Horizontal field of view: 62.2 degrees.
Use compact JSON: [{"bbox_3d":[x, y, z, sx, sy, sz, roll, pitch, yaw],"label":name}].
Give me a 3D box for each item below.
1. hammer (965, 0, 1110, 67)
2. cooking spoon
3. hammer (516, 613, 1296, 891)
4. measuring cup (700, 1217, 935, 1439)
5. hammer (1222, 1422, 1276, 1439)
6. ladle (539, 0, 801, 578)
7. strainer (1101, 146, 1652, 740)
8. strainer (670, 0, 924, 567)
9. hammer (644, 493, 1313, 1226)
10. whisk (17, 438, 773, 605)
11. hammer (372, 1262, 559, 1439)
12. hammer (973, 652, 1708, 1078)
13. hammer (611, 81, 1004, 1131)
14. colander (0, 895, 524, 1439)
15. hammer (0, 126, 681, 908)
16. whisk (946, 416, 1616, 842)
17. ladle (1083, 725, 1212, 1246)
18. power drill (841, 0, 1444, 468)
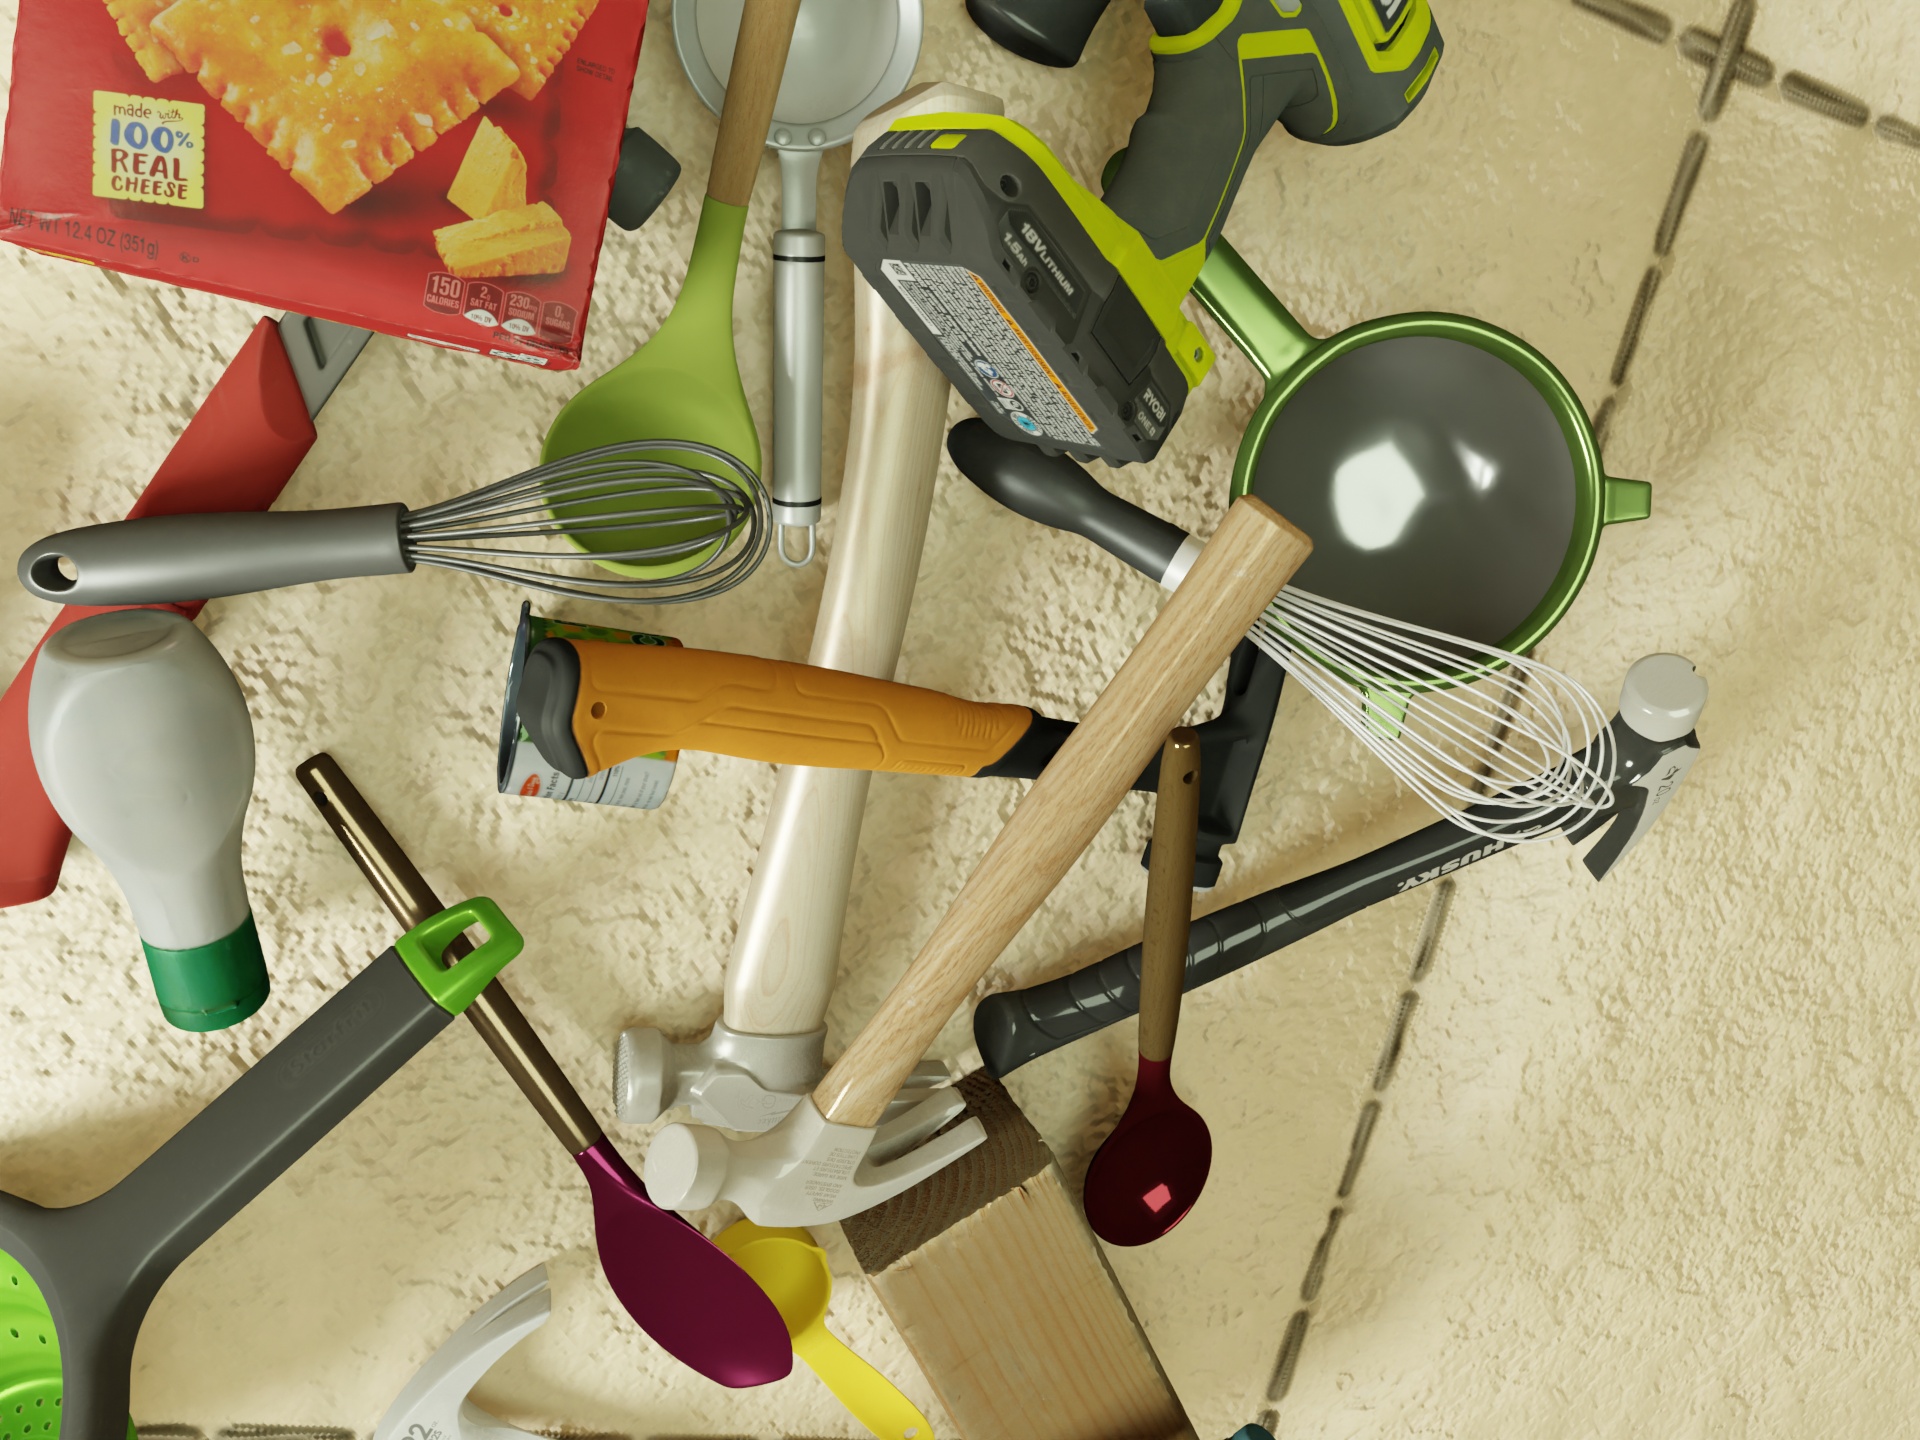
[{"bbox_3d":[0.159,-0.392,0.588,0.409,0.036,0.149,-43,112,-2],"label":"hammer"},{"bbox_3d":[-0.161,0.146,0.626,0.069,0.017,0.318,-23,107,26],"label":"cooking spoon"},{"bbox_3d":[-0.001,-0.002,0.585,0.336,0.034,0.127,6,104,-42],"label":"hammer"},{"bbox_3d":[-0.060,0.279,0.713,0.062,0.029,0.156,-38,115,-4],"label":"measuring cup"},{"bbox_3d":[-0.023,0.346,0.655,0.331,0.033,0.128,-15,112,4],"label":"hammer"},{"bbox_3d":[-0.073,-0.194,0.516,0.078,0.062,0.320,20,116,1],"label":"ladle"},{"bbox_3d":[0.144,-0.127,0.652,0.151,0.069,0.256,-42,96,3],"label":"strainer"},{"bbox_3d":[-0.060,-0.180,0.575,0.087,0.050,0.258,-2,112,-12],"label":"strainer"},{"bbox_3d":[0.020,0.061,0.590,0.130,0.031,0.331,22,109,-44],"label":"hammer"},{"bbox_3d":[-0.181,-0.056,0.516,0.239,0.055,0.055,-5,107,-4],"label":"whisk"},{"bbox_3d":[-0.068,0.370,0.730,0.405,0.035,0.144,28,95,-23],"label":"hammer"},{"bbox_3d":[0.162,0.080,0.701,0.335,0.035,0.146,-23,148,-2],"label":"hammer"},{"bbox_3d":[-0.032,-0.025,0.610,0.146,0.038,0.410,6,109,-21],"label":"hammer"},{"bbox_3d":[-0.301,0.220,0.568,0.397,0.205,0.094,-42,146,-12],"label":"colander"},{"bbox_3d":[-0.256,-0.091,0.537,0.149,0.037,0.359,35,92,-23],"label":"hammer"},{"bbox_3d":[0.116,-0.041,0.604,0.285,0.070,0.070,31,95,10],"label":"whisk"},{"bbox_3d":[0.081,0.120,0.652,0.069,0.031,0.315,-21,136,-19],"label":"ladle"},{"bbox_3d":[0.063,-0.220,0.527,0.190,0.080,0.228,43,74,-43],"label":"power drill"}]
